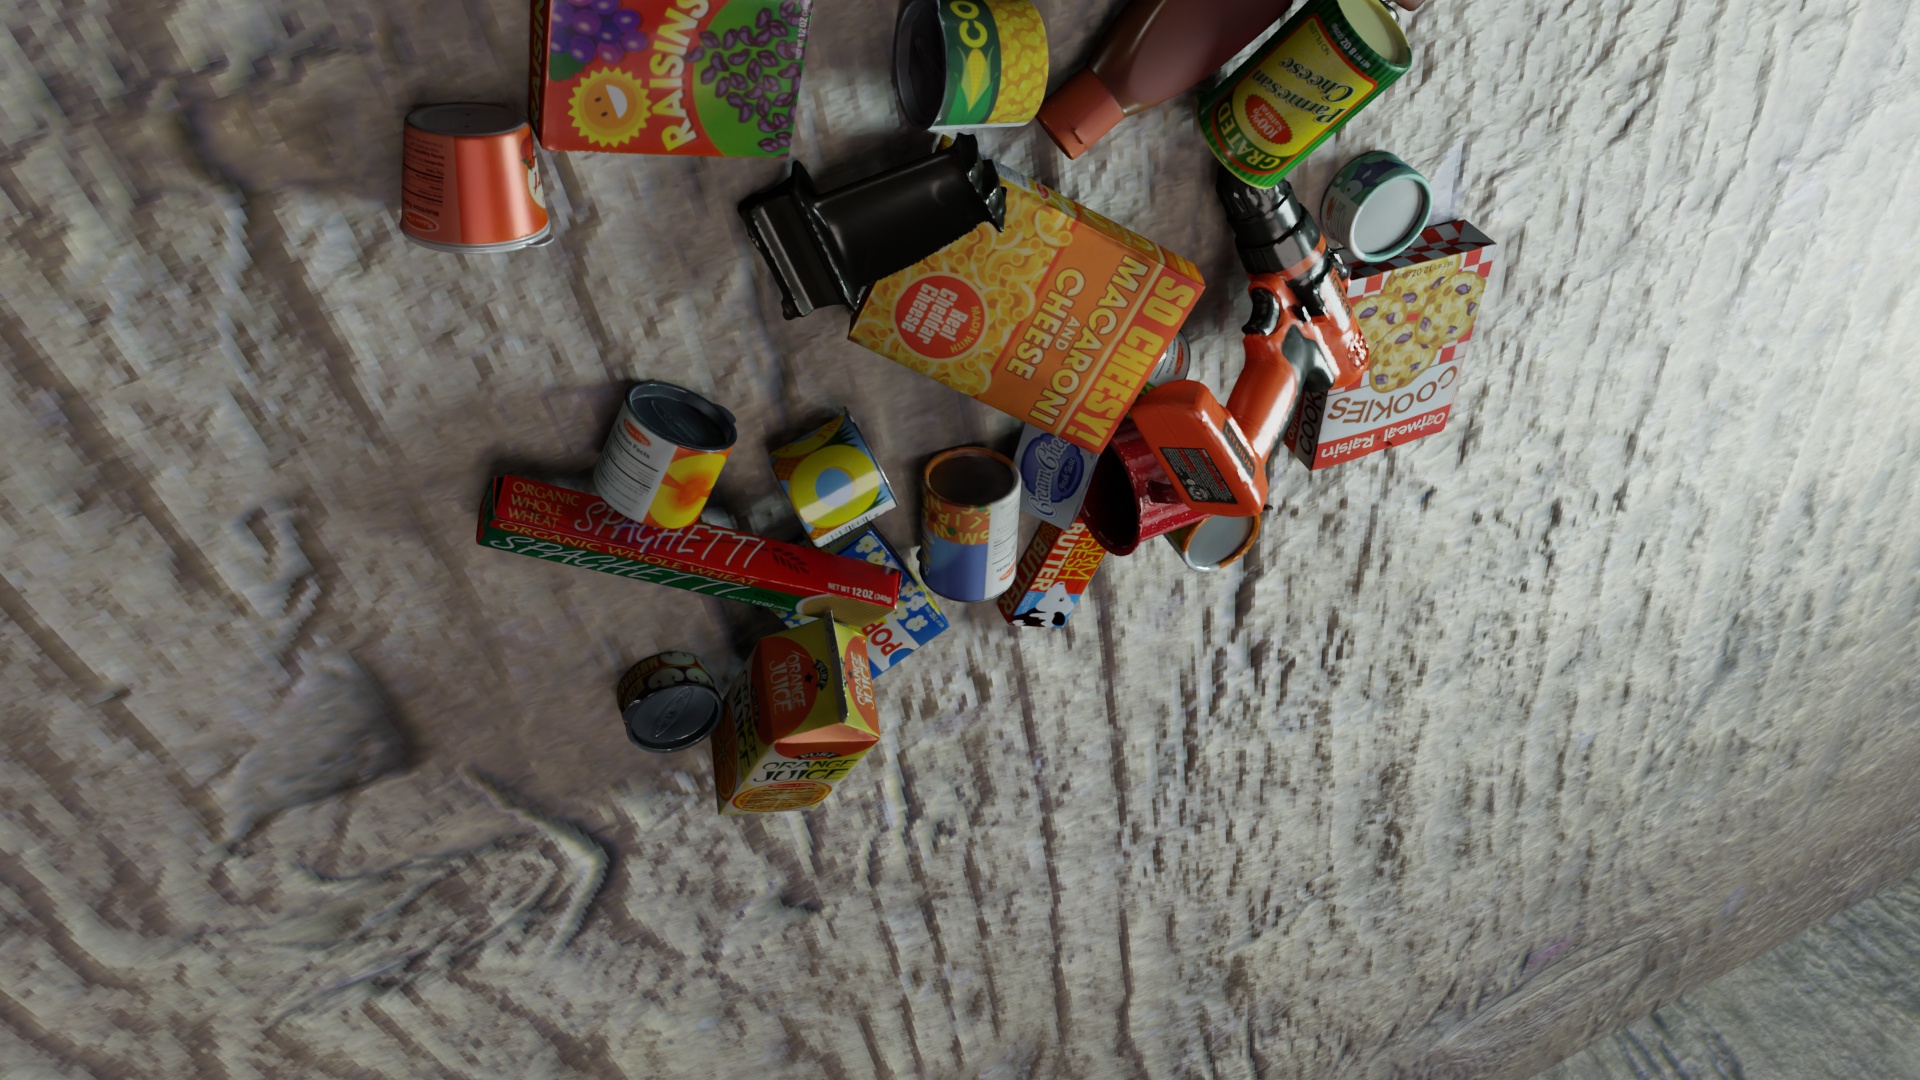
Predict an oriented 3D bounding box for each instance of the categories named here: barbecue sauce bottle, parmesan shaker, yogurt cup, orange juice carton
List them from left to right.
[{"bbox_3d":[-0.228,-0.170,0.648,0.072,0.072,0.053,-8,124,-23],"label":"yogurt cup"},{"bbox_3d":[-0.108,0.118,0.918,0.073,0.072,0.191,1,152,-24],"label":"orange juice carton"},{"bbox_3d":[0.108,-0.271,0.763,0.148,0.044,0.064,-39,131,8],"label":"barbecue sauce bottle"},{"bbox_3d":[0.190,-0.258,0.782,0.071,0.071,0.102,10,147,-36],"label":"parmesan shaker"}]

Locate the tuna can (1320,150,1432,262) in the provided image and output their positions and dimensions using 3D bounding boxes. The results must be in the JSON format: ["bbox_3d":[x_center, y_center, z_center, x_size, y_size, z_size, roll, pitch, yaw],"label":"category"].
[{"bbox_3d":[0.276,-0.220,0.914,0.071,0.033,0.070,-16,135,-16],"label":"tuna can"}]

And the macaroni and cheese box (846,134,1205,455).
[{"bbox_3d":[0.037,-0.138,0.799,0.166,0.040,0.123,24,117,-14],"label":"macaroni and cheese box"}]

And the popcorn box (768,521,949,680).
[{"bbox_3d":[-0.074,0.039,0.945,0.085,0.038,0.126,-35,137,2],"label":"popcorn box"}]

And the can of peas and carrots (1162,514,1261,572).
[{"bbox_3d":[0.180,-0.021,1.021,0.071,0.059,0.070,-16,135,-17],"label":"can of peas and carrots"}]

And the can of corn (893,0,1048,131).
[{"bbox_3d":[0.005,-0.246,0.709,0.058,0.071,0.070,-10,133,-23],"label":"can of corn"}]

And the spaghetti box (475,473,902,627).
[{"bbox_3d":[-0.158,0.010,0.829,0.250,0.029,0.050,14,155,-25],"label":"spaghetti box"}]

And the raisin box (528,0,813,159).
[{"bbox_3d":[-0.139,-0.230,0.662,0.124,0.040,0.085,-6,132,-27],"label":"raisin box"}]

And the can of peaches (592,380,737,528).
[{"bbox_3d":[-0.167,-0.049,0.792,0.071,0.071,0.057,10,123,-36],"label":"can of peaches"}]

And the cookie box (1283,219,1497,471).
[{"bbox_3d":[0.307,-0.137,1.001,0.123,0.040,0.166,-16,135,-16],"label":"cookie box"}]

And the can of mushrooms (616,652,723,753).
[{"bbox_3d":[-0.199,0.110,0.941,0.071,0.033,0.070,-16,135,-16],"label":"can of mushrooms"}]

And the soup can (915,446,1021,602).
[{"bbox_3d":[0.003,-0.012,0.925,0.071,0.071,0.083,-15,133,-18],"label":"soup can"}]

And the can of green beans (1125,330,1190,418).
[{"bbox_3d":[0.103,-0.118,0.883,0.058,0.071,0.071,25,113,-41],"label":"can of green beans"}]

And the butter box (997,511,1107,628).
[{"bbox_3d":[0.073,0.019,1.021,0.053,0.024,0.103,5,126,-34],"label":"butter box"}]

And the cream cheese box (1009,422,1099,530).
[{"bbox_3d":[0.063,-0.055,0.914,0.053,0.024,0.103,24,141,7],"label":"cream cheese box"}]

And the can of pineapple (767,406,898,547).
[{"bbox_3d":[-0.079,-0.039,0.852,0.058,0.071,0.070,-29,137,-3],"label":"can of pineapple"}]
